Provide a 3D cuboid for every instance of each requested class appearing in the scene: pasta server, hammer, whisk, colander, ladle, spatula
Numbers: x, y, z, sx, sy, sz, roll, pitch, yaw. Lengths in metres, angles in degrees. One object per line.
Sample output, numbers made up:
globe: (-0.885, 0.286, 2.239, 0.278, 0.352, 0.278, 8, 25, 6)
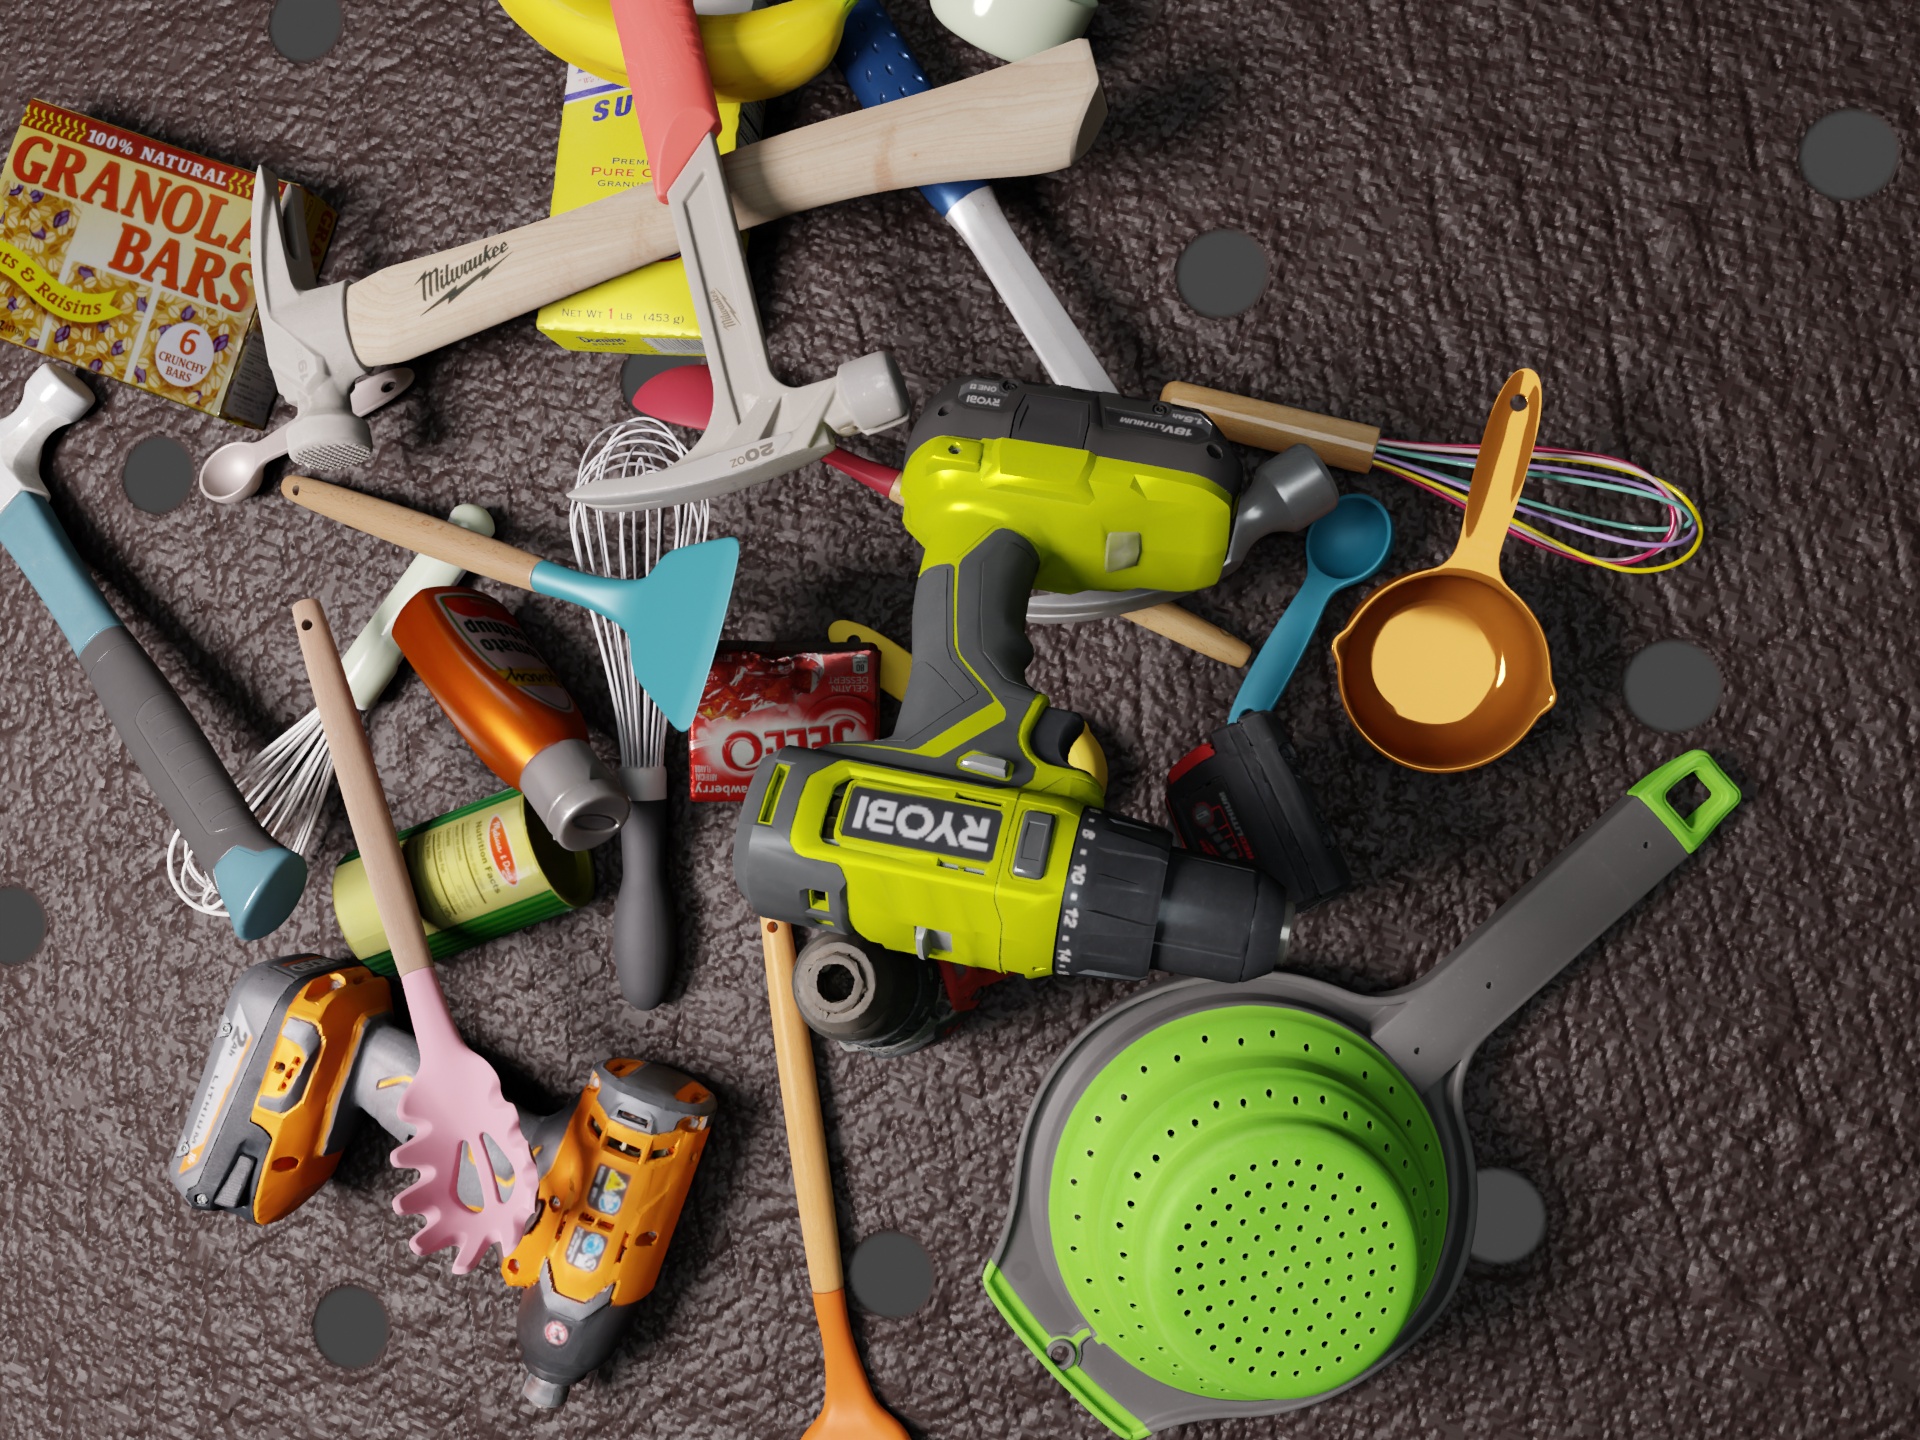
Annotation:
pasta server: (-0.253, 0.086, 0.712, 0.060, 0.040, 0.316, -21, 78, -4)
hammer: (0.004, -0.228, 0.735, 0.144, 0.035, 0.406, -31, 78, 2)
whisk: (-0.310, -0.006, 0.794, 0.059, 0.058, 0.246, 36, 90, -25)
colander: (0.186, 0.157, 0.665, 0.397, 0.094, 0.204, -42, 93, 1)
hammer: (-0.415, -0.028, 0.784, 0.128, 0.033, 0.331, -44, 70, 6)
ladle: (-0.008, -0.098, 0.746, 0.315, 0.069, 0.031, 26, 117, 4)
hammer: (-0.137, -0.239, 0.729, 0.410, 0.038, 0.146, -14, 83, 12)
whisk: (-0.153, -0.002, 0.763, 0.070, 0.070, 0.284, 0, 92, 9)
spatula: (-0.219, -0.077, 0.734, 0.318, 0.044, 0.082, 19, 96, 29)
whisk: (0.207, -0.113, 0.714, 0.245, 0.051, 0.047, 17, 96, 13)
spatula: (-0.067, 0.243, 0.742, 0.081, 0.041, 0.323, -10, 85, 9)
hammer: (-0.135, -0.274, 0.693, 0.149, 0.036, 0.359, -16, 83, 9)

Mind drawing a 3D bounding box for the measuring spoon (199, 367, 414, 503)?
measuring spoon: (-0.333, -0.146, 0.818, 0.124, 0.018, 0.034, -28, 61, 1)

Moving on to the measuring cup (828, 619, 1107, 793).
measuring cup: (-0.001, -0.002, 0.748, 0.156, 0.029, 0.062, 34, 93, 9)

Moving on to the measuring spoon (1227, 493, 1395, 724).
measuring spoon: (0.160, -0.043, 0.732, 0.042, 0.021, 0.128, 37, 104, 41)

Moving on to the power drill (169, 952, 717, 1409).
power drill: (-0.245, 0.217, 0.753, 0.226, 0.084, 0.164, 19, 90, 5)

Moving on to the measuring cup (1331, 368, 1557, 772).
measuring cup: (0.219, -0.065, 0.692, 0.095, 0.052, 0.173, 15, 99, 9)

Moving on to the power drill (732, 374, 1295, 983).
power drill: (0.037, -0.012, 0.595, 0.190, 0.080, 0.229, 10, 60, 9)

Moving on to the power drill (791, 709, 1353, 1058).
power drill: (0.041, 0.078, 0.661, 0.226, 0.187, 0.080, -24, 78, 4)

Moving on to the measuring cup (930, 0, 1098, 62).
measuring cup: (-0.016, -0.354, 0.745, 0.167, 0.083, 0.038, 31, 122, 9)
